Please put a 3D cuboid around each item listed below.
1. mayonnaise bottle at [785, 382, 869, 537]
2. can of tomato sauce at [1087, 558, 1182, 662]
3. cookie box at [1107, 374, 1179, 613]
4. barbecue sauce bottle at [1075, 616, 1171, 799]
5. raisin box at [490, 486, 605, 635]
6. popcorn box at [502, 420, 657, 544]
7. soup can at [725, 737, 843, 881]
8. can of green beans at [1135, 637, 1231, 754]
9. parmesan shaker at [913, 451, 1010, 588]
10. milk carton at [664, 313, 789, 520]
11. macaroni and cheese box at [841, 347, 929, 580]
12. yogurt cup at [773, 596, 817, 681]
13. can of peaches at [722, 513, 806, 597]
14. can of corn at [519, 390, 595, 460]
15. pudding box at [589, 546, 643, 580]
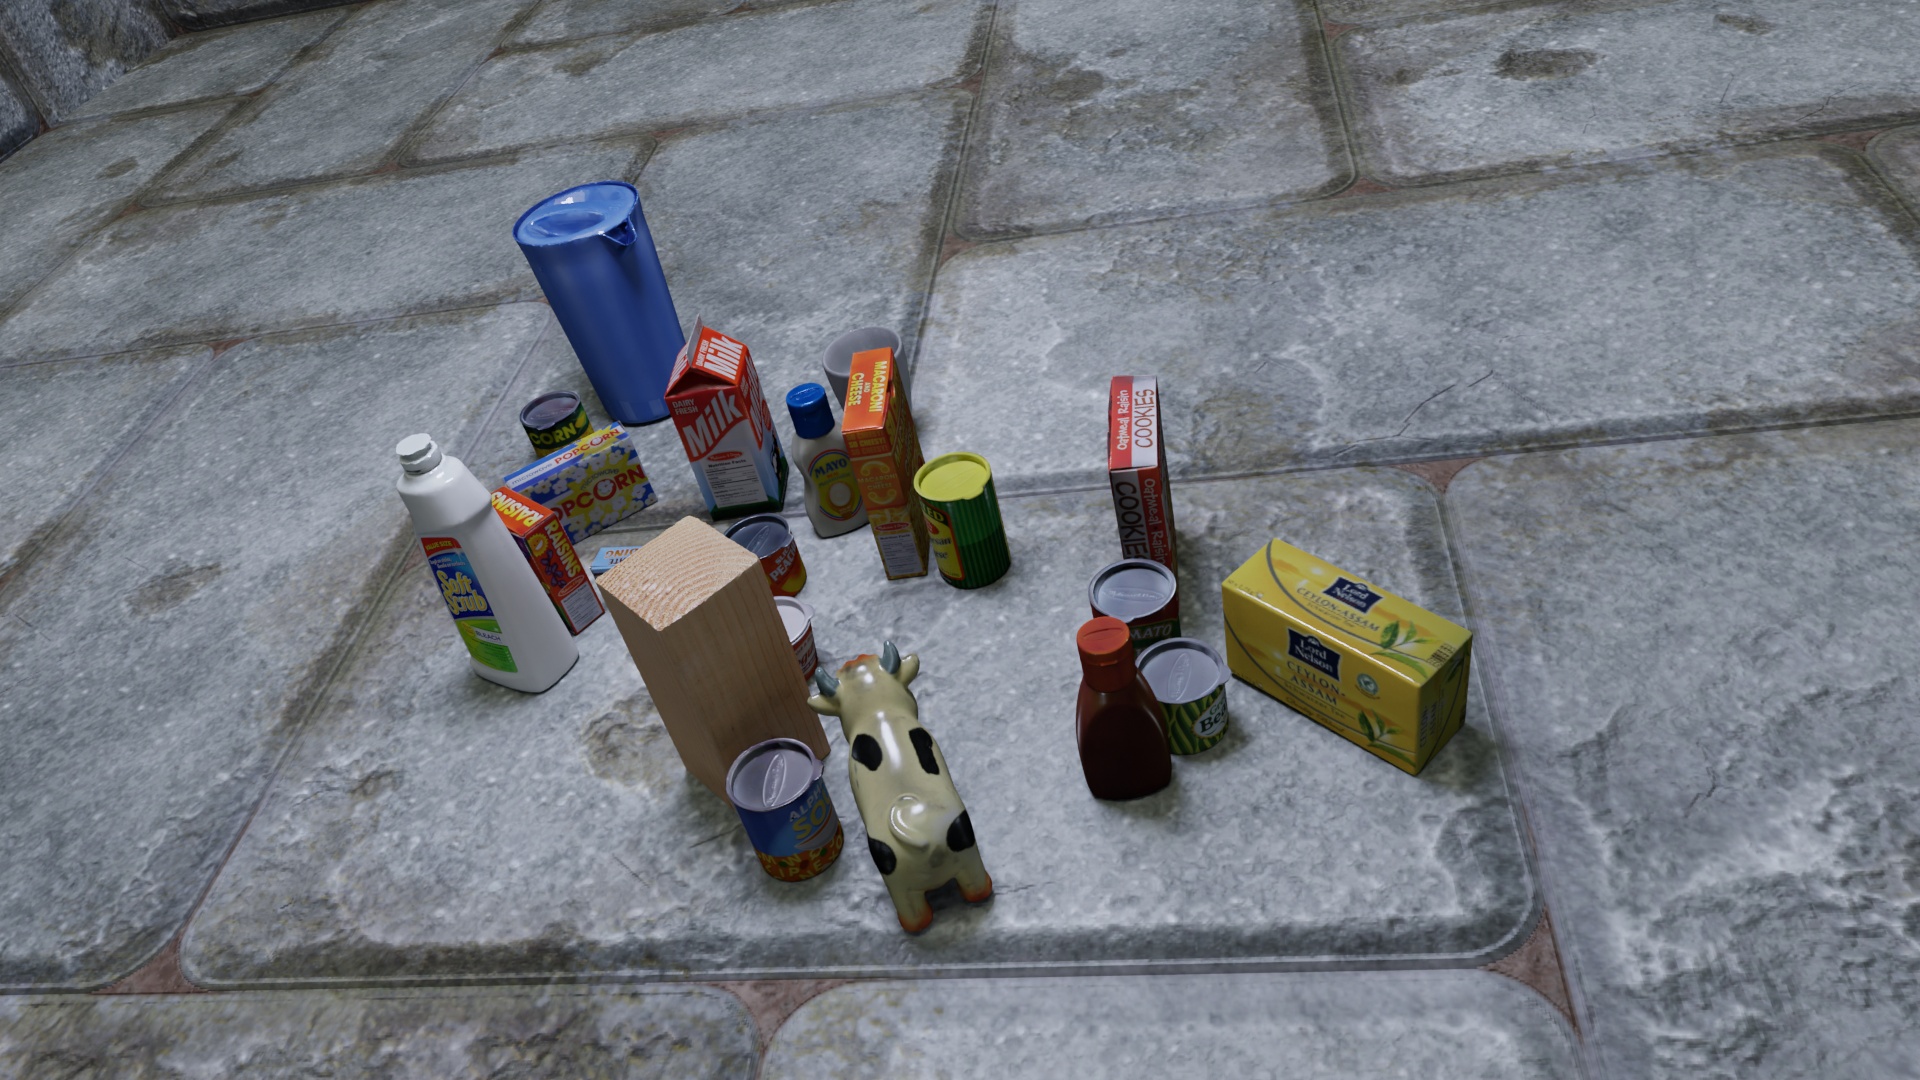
[{"bbox_3d":[-0.123,-0.074,1.272,0.065,0.147,0.041,-22,39,-9],"label":"mayonnaise bottle"},{"bbox_3d":[0.137,0.068,1.073,0.071,0.082,0.071,-9,39,7],"label":"can of tomato sauce"},{"bbox_3d":[0.148,-0.032,1.122,0.040,0.166,0.123,-5,40,11],"label":"cookie box"},{"bbox_3d":[0.109,0.118,0.969,0.065,0.147,0.044,-11,39,5],"label":"barbecue sauce bottle"},{"bbox_3d":[-0.383,0.018,1.260,0.086,0.122,0.040,23,52,37],"label":"raisin box"},{"bbox_3d":[-0.374,-0.050,1.370,0.127,0.084,0.038,-30,41,-18],"label":"popcorn box"},{"bbox_3d":[-0.123,0.194,1.000,0.071,0.083,0.072,-9,39,7],"label":"soup can"},{"bbox_3d":[0.164,0.115,1.028,0.071,0.057,0.071,-9,39,7],"label":"can of green beans"},{"bbox_3d":[0.004,-0.015,1.197,0.071,0.102,0.072,-9,39,7],"label":"parmesan shaker"},{"bbox_3d":[-0.226,-0.117,1.321,0.073,0.189,0.073,-9,39,7],"label":"milk carton"},{"bbox_3d":[-0.061,-0.068,1.231,0.040,0.165,0.124,-8,39,8],"label":"macaroni and cheese box"},{"bbox_3d":[-0.152,0.088,1.160,0.072,0.053,0.073,-9,39,7],"label":"yogurt cup"},{"bbox_3d":[-0.175,0.018,1.248,0.071,0.057,0.071,-9,39,7],"label":"can of peaches"},{"bbox_3d":[-0.430,-0.117,1.489,0.071,0.058,0.071,-9,39,7],"label":"can of corn"},{"bbox_3d":[-0.291,0.032,1.274,0.084,0.049,0.030,-3,40,14],"label":"pudding box"}]
